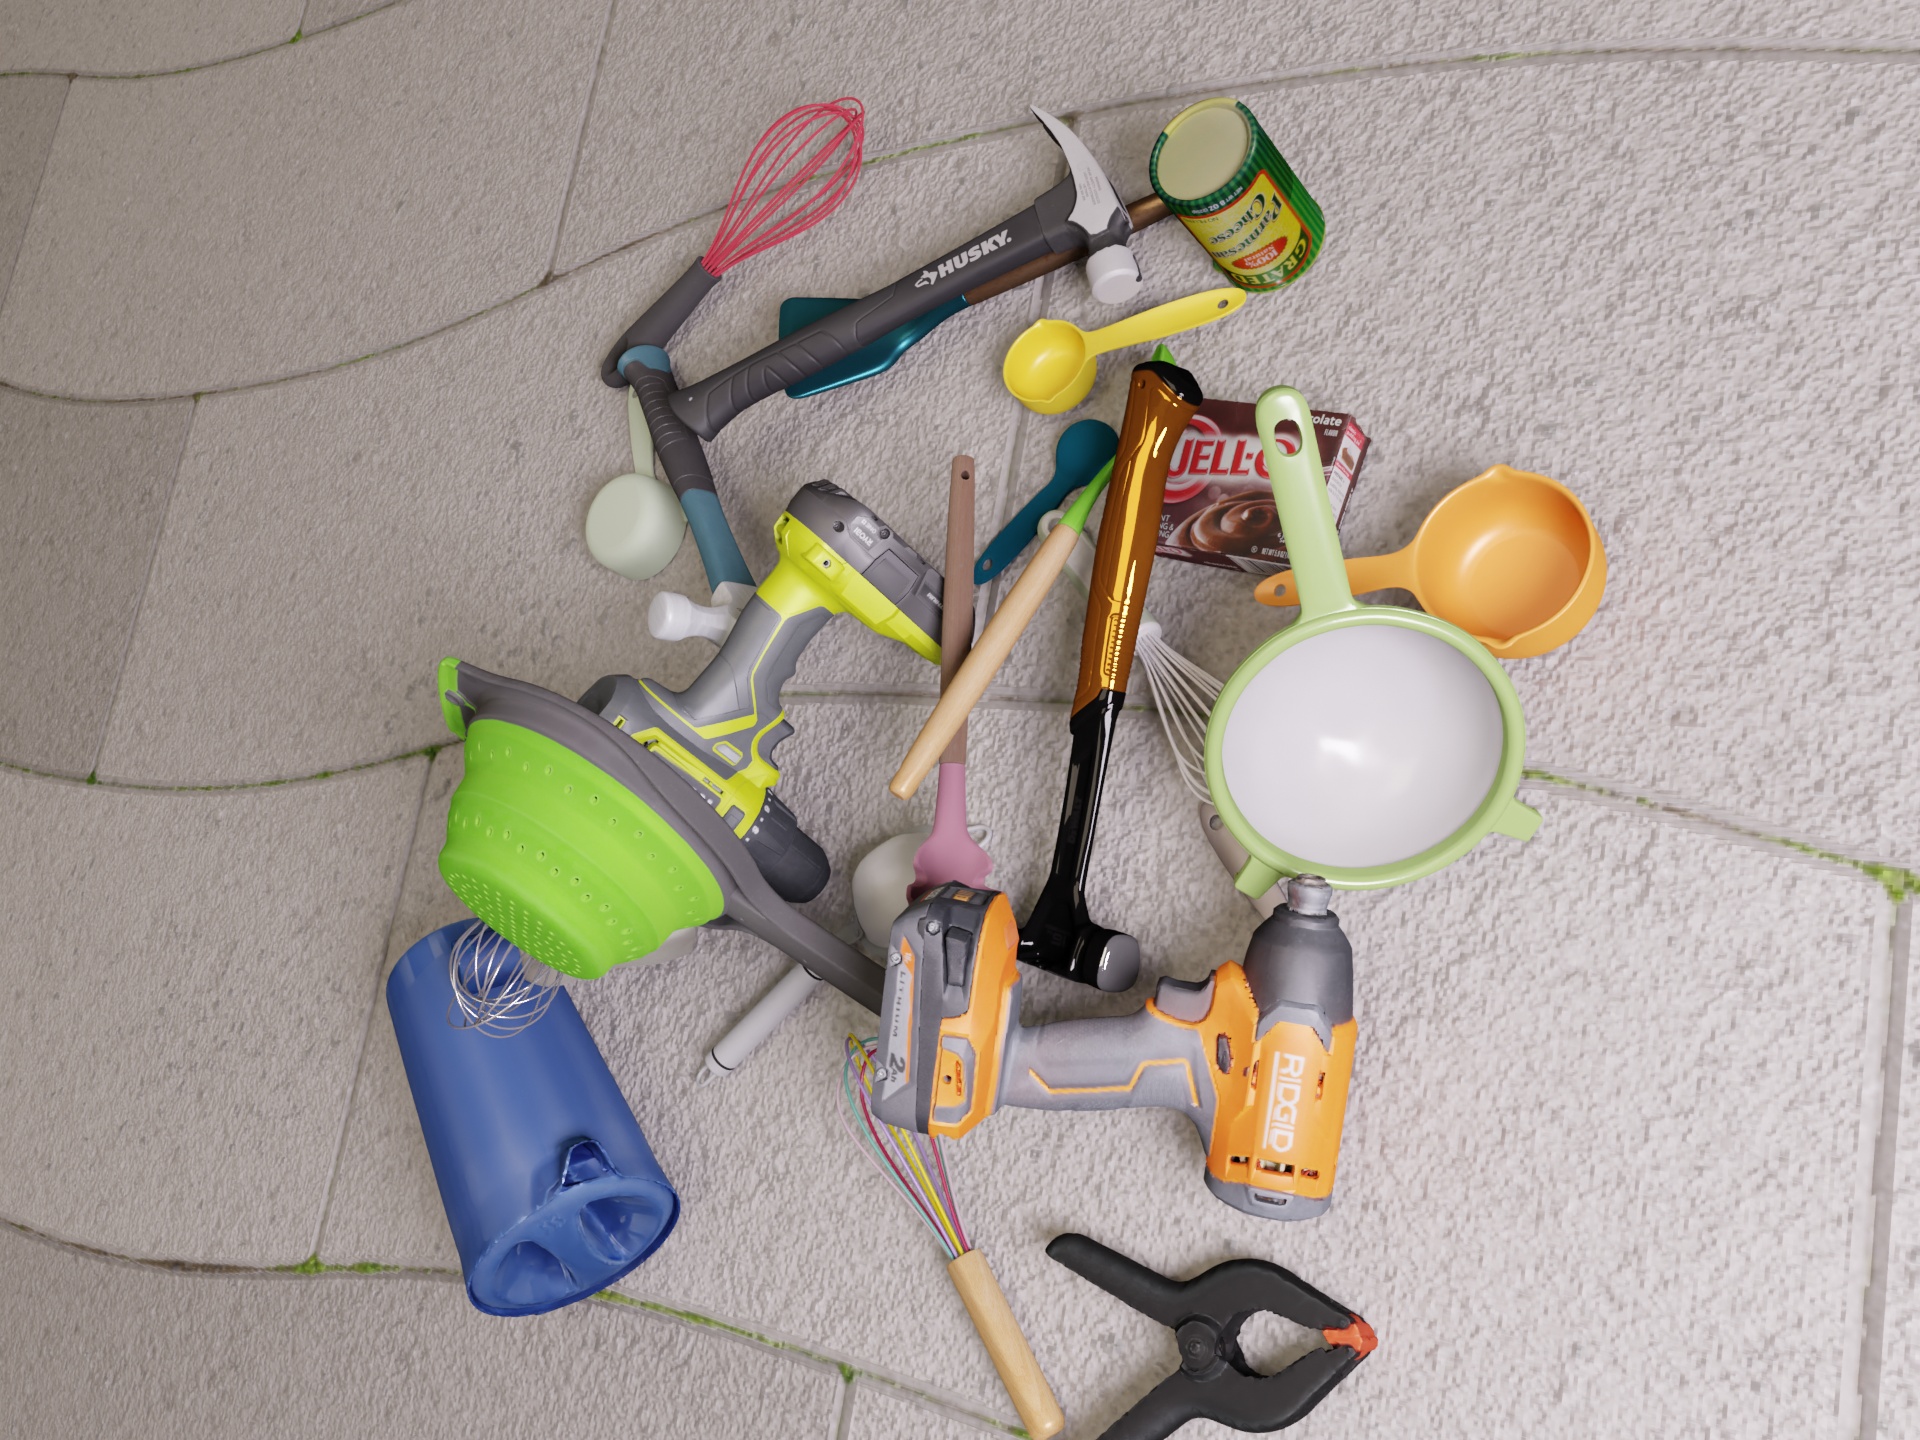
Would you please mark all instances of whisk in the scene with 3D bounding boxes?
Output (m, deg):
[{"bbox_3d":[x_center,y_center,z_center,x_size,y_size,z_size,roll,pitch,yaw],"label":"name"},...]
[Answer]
[{"bbox_3d":[-0.173,-0.347,1.175,0.296,0.073,0.073,-39,58,26],"label":"whisk"},{"bbox_3d":[-0.246,0.090,1.011,0.070,0.070,0.285,-20,29,28],"label":"whisk"},{"bbox_3d":[0.107,-0.041,0.898,0.058,0.059,0.247,-33,53,0],"label":"whisk"},{"bbox_3d":[-0.007,0.280,0.886,0.245,0.051,0.047,59,135,27],"label":"whisk"}]

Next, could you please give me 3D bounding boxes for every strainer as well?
[{"bbox_3d":[0.179,-0.042,0.768,0.151,0.069,0.256,-14,111,12],"label":"strainer"},{"bbox_3d":[-0.083,0.144,0.975,0.258,0.050,0.087,-46,40,18],"label":"strainer"}]

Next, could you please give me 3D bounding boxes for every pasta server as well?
[{"bbox_3d":[-0.001,-0.003,0.900,0.040,0.060,0.316,143,131,-70],"label":"pasta server"}]

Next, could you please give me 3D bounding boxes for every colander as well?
[{"bbox_3d":[-0.150,0.122,0.880,0.397,0.204,0.094,34,63,2],"label":"colander"}]

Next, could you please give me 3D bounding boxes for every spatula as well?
[{"bbox_3d":[0.021,-0.290,1.032,0.317,0.044,0.082,-18,65,28],"label":"spatula"}]

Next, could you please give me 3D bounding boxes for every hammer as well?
[{"bbox_3d":[0.075,-0.029,0.875,0.127,0.034,0.337,13,93,49],"label":"hammer"},{"bbox_3d":[-0.050,-0.270,1.032,0.335,0.035,0.146,-22,65,21],"label":"hammer"},{"bbox_3d":[-0.185,-0.160,1.099,0.033,0.128,0.331,-56,42,31],"label":"hammer"}]

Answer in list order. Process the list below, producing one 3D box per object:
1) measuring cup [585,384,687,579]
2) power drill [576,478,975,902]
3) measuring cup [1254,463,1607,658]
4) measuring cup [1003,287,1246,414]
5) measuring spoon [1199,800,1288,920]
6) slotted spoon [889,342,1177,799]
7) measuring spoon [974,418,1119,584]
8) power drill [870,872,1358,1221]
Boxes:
[{"bbox_3d":[-0.247,-0.187,1.183,0.083,0.038,0.168,-18,69,29],"label":"measuring cup"},{"bbox_3d":[-0.100,-0.011,0.963,0.228,0.190,0.080,-49,27,0],"label":"power drill"},{"bbox_3d":[0.240,-0.070,0.814,0.174,0.052,0.095,-7,72,34],"label":"measuring cup"},{"bbox_3d":[0.102,-0.229,0.974,0.156,0.029,0.062,-14,65,21],"label":"measuring cup"},{"bbox_3d":[0.157,0.090,0.840,0.034,0.018,0.124,-41,57,17],"label":"measuring spoon"},{"bbox_3d":[0.048,-0.086,0.901,0.031,0.070,0.314,33,74,1],"label":"slotted spoon"},{"bbox_3d":[0.046,-0.135,0.981,0.128,0.021,0.042,-48,55,11],"label":"measuring spoon"},{"bbox_3d":[0.079,0.143,0.783,0.226,0.084,0.164,9,98,11],"label":"power drill"}]
